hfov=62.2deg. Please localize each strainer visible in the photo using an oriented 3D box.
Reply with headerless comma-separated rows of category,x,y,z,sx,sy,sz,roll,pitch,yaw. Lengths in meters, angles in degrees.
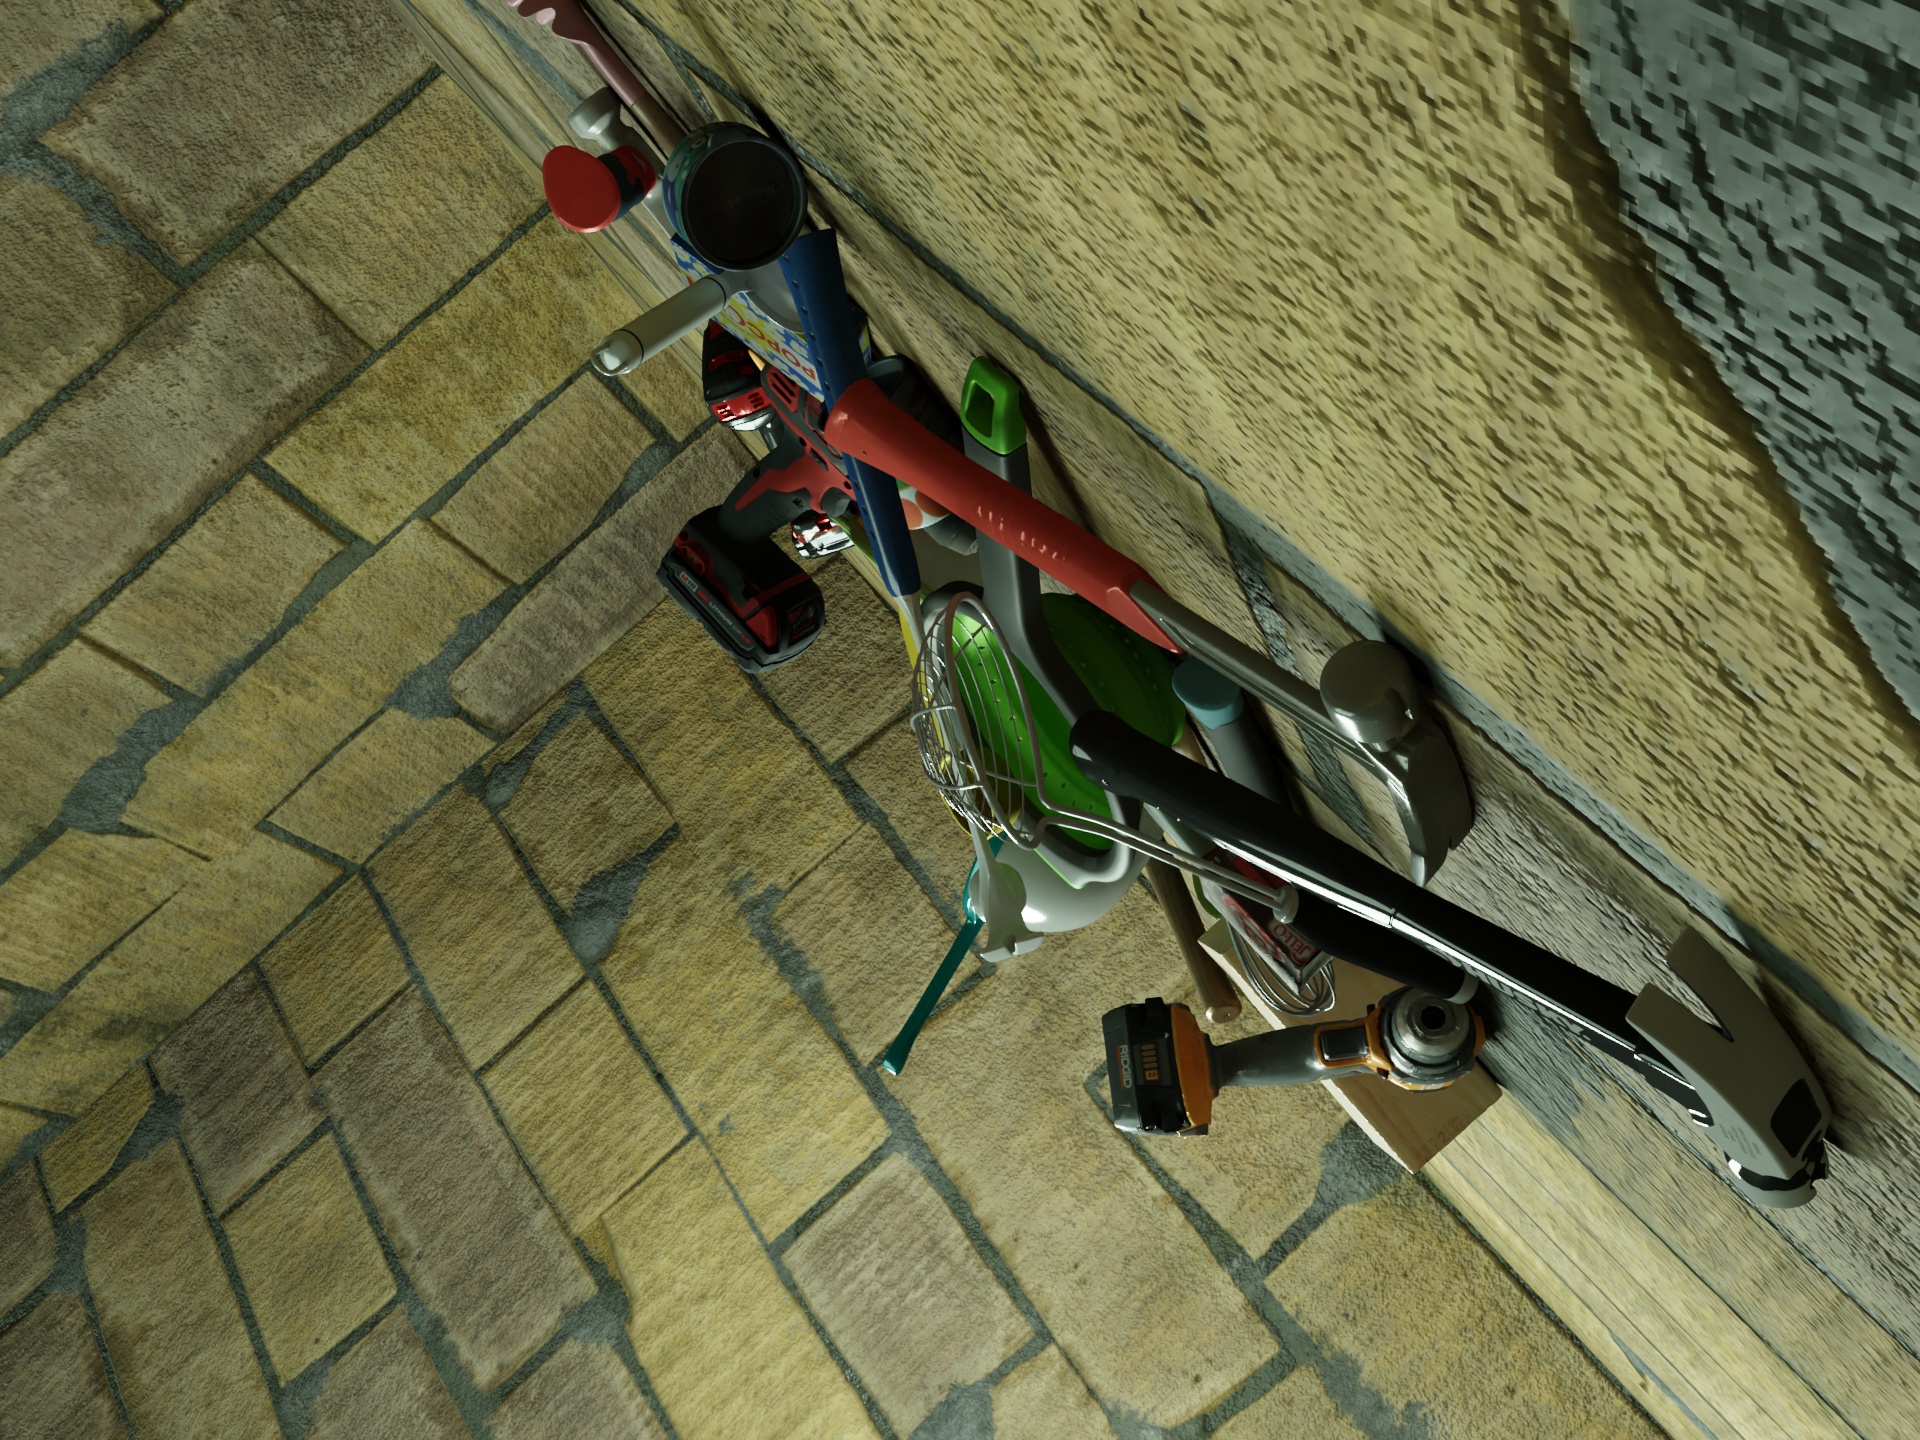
strainer,0.064,0.136,1.186,0.095,0.340,0.211,31,180,15
strainer,0.001,-0.126,1.241,0.151,0.069,0.256,41,-170,9
strainer,-0.123,-0.224,0.825,0.086,0.050,0.258,53,-147,-15

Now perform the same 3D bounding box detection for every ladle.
ladle,0.163,0.053,1.134,0.319,0.062,0.078,55,-165,-53

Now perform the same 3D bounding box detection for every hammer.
hammer,0.063,-0.059,0.692,0.359,0.037,0.149,38,172,37
hammer,0.157,0.102,1.301,0.129,0.031,0.332,46,-161,-48
hammer,0.161,0.065,0.616,0.335,0.035,0.146,30,168,45
hammer,0.182,0.051,0.935,0.128,0.033,0.330,48,179,35
hammer,-0.203,-0.325,0.996,0.143,0.038,0.387,49,-171,-21
hammer,-0.025,-0.059,0.859,0.144,0.035,0.405,-108,2,-78

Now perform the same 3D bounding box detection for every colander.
colander,0.061,-0.060,0.899,0.205,0.094,0.396,45,159,32

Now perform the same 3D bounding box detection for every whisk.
whisk,0.175,0.104,1.079,0.239,0.055,0.055,53,179,0

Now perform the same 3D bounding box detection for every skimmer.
skimmer,0.131,0.053,0.803,0.363,0.090,0.127,24,-144,-15

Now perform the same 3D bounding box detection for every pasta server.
pasta server,-0.186,-0.357,0.986,0.316,0.040,0.060,48,-169,-17

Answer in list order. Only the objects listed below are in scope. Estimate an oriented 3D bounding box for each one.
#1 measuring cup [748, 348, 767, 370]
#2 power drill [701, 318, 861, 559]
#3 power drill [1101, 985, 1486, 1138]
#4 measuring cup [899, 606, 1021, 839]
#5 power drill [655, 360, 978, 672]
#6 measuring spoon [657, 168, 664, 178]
measuring cup,-0.077,-0.219,1.143,0.174,0.052,0.095,46,178,9
power drill,-0.142,-0.249,1.309,0.219,0.078,0.143,56,-158,-48
power drill,0.205,0.203,0.976,0.185,0.226,0.084,52,-149,-69
measuring cup,-0.002,-0.003,0.979,0.062,0.029,0.156,-5,105,61
power drill,-0.092,-0.133,1.093,0.188,0.226,0.080,45,-144,6
measuring spoon,-0.166,-0.329,1.059,0.034,0.018,0.124,51,-168,27
